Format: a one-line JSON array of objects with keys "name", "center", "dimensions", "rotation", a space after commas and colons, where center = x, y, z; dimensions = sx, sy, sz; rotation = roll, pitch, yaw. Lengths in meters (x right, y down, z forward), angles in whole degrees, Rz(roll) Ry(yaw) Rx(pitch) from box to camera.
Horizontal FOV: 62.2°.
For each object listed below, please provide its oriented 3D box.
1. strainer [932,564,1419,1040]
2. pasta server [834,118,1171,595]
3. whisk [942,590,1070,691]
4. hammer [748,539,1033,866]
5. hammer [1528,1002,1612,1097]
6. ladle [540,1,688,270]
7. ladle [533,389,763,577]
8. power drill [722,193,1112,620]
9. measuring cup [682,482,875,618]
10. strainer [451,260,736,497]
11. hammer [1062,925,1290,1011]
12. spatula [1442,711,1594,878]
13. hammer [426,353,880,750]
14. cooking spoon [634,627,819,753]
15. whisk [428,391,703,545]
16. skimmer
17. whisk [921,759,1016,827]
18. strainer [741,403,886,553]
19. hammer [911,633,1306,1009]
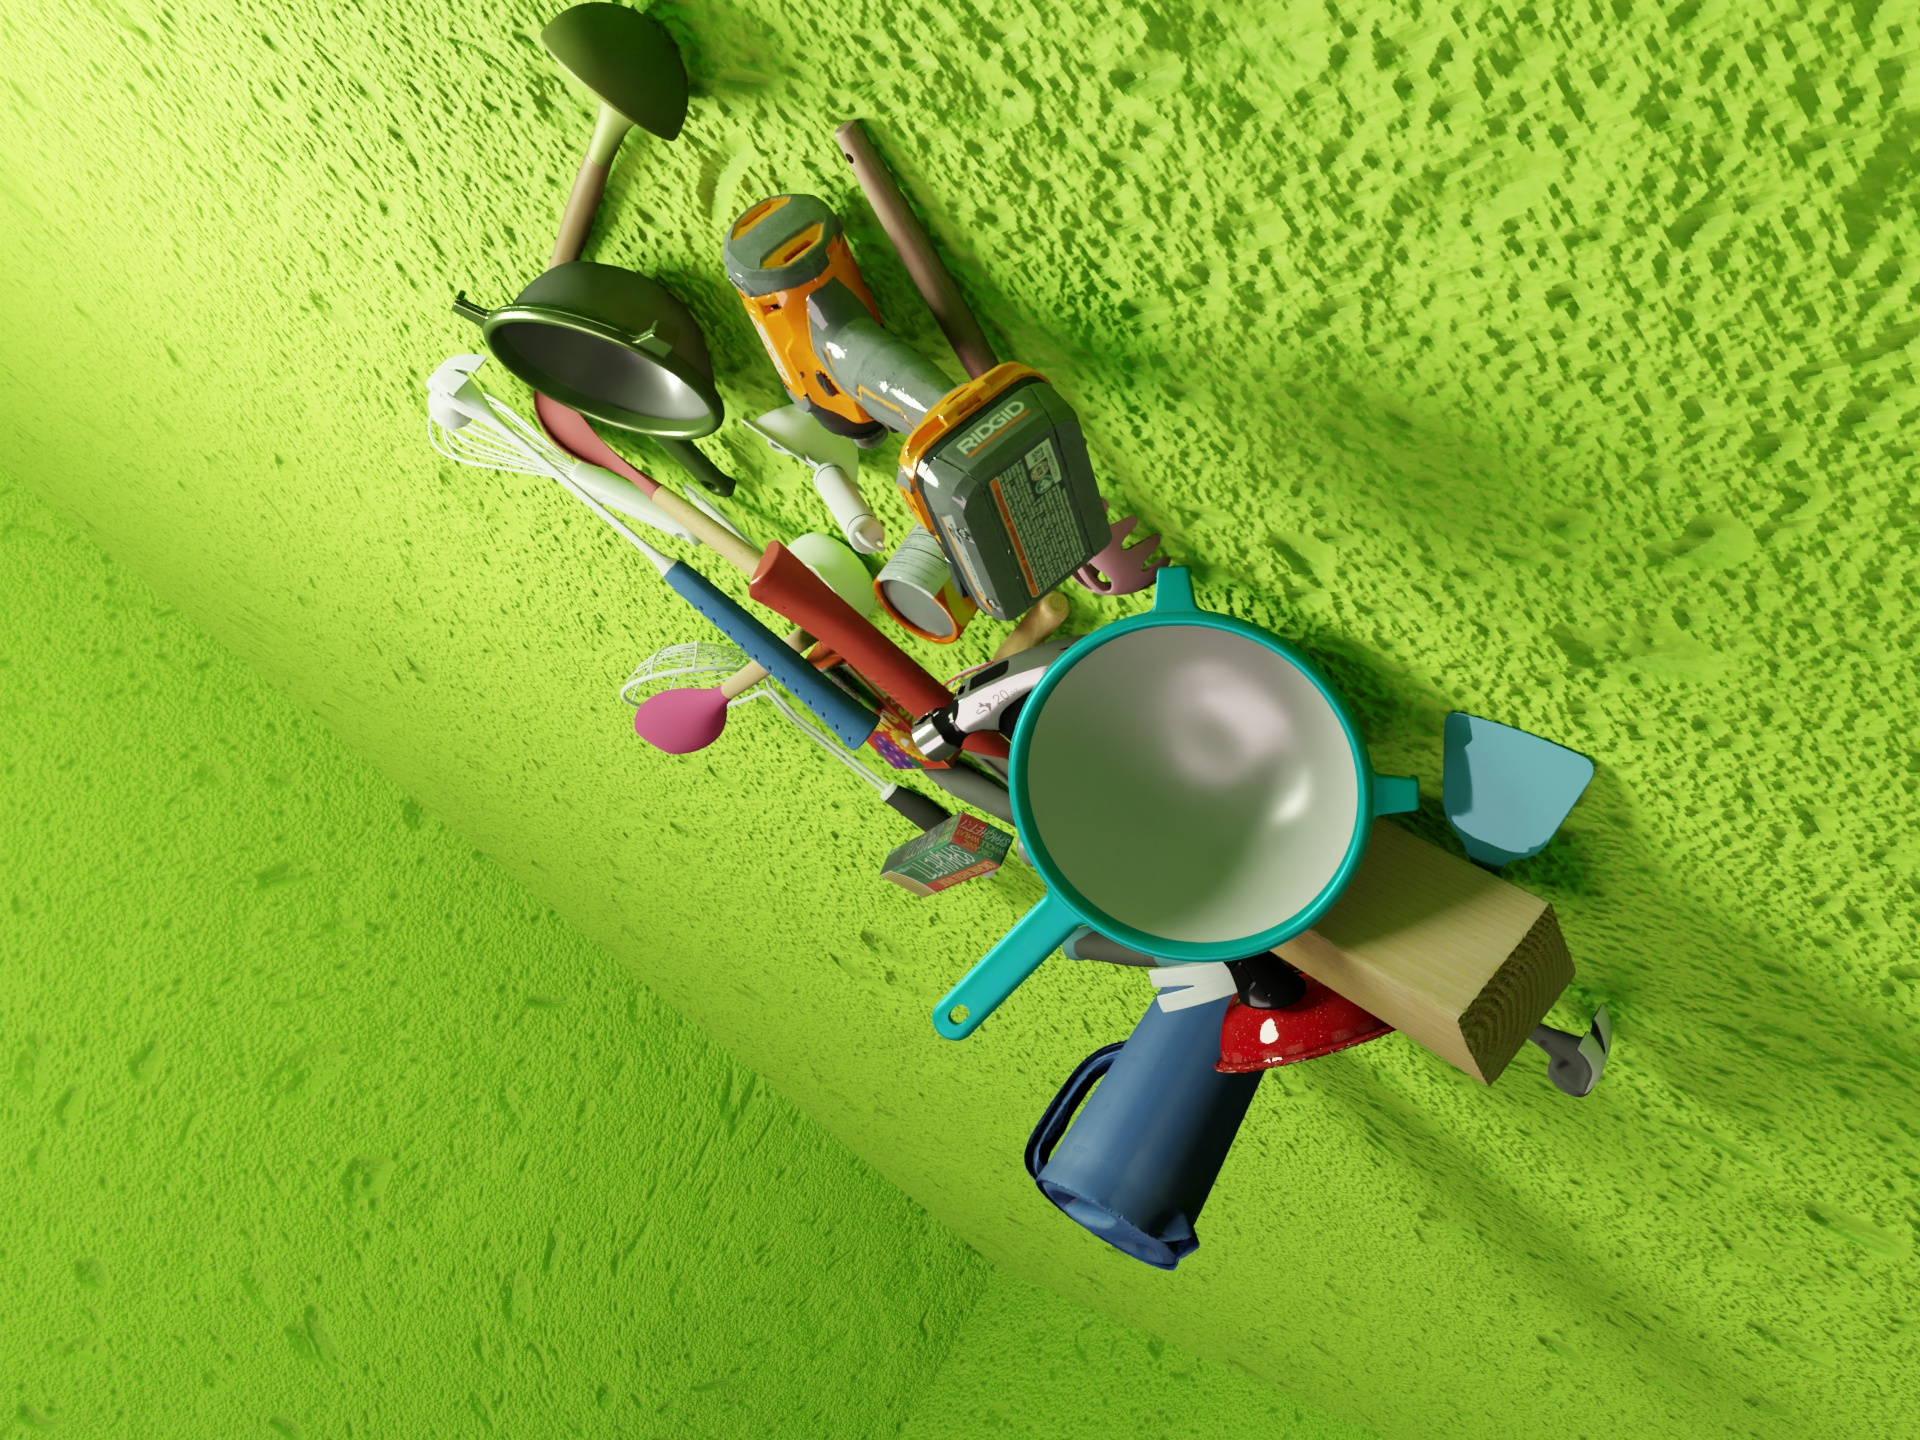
[{"name": "strainer", "center": [0.103, 0.073, 0.975], "dimensions": [0.211, 0.095, 0.340], "rotation": [43, 115, 3]}, {"name": "pasta server", "center": [0.024, -0.178, 0.842], "dimensions": [0.060, 0.040, 0.315], "rotation": [8, 142, 46]}, {"name": "whisk", "center": [0.022, -0.033, 1.108], "dimensions": [0.047, 0.051, 0.245], "rotation": [40, 154, 0]}, {"name": "hammer", "center": [-0.002, -0.003, 1.095], "dimensions": [0.149, 0.037, 0.358], "rotation": [-14, 136, 45]}, {"name": "hammer", "center": [0.280, 0.151, 1.097], "dimensions": [0.337, 0.034, 0.127], "rotation": [28, 165, 27]}, {"name": "ladle", "center": [-0.212, -0.295, 0.887], "dimensions": [0.078, 0.062, 0.320], "rotation": [37, 160, -12]}, {"name": "ladle", "center": [-0.194, -0.147, 1.132], "dimensions": [0.315, 0.031, 0.069], "rotation": [37, 159, 13]}, {"name": "power drill", "center": [-0.024, -0.154, 0.815], "dimensions": [0.227, 0.084, 0.164], "rotation": [47, 171, 32]}, {"name": "measuring cup", "center": [-0.128, -0.127, 1.138], "dimensions": [0.168, 0.038, 0.083], "rotation": [40, 157, 12]}, {"name": "strainer", "center": [-0.193, -0.220, 1.017], "dimensions": [0.151, 0.069, 0.256], "rotation": [13, 169, 19]}, {"name": "hammer", "center": [0.166, 0.190, 1.303], "dimensions": [0.033, 0.128, 0.331], "rotation": [71, 160, -2]}, {"name": "spatula", "center": [0.332, 0.100, 0.983], "dimensions": [0.082, 0.044, 0.317], "rotation": [22, 159, 27]}, {"name": "hammer", "center": [-0.220, -0.118, 1.161], "dimensions": [0.405, 0.035, 0.144], "rotation": [40, 167, -12]}, {"name": "cooking spoon", "center": [-0.174, -0.033, 1.279], "dimensions": [0.068, 0.017, 0.319], "rotation": [36, 140, -22]}, {"name": "whisk", "center": [-0.302, -0.191, 1.224], "dimensions": [0.246, 0.059, 0.057], "rotation": [25, 168, 9]}, {"name": "skimmer", "center": [-0.126, 0.049, 1.404], "dimensions": [0.363, 0.090, 0.127], "rotation": [37, 153, -8]}, {"name": "whisk", "center": [0.081, 0.093, 1.266], "dimensions": [0.296, 0.073, 0.073], "rotation": [29, 158, 30]}, {"name": "strainer", "center": [-0.074, -0.142, 0.916], "dimensions": [0.086, 0.050, 0.259], "rotation": [27, -165, -26]}, {"name": "hammer", "center": [0.128, 0.081, 1.072], "dimensions": [0.146, 0.035, 0.334], "rotation": [-34, 112, 25]}]
